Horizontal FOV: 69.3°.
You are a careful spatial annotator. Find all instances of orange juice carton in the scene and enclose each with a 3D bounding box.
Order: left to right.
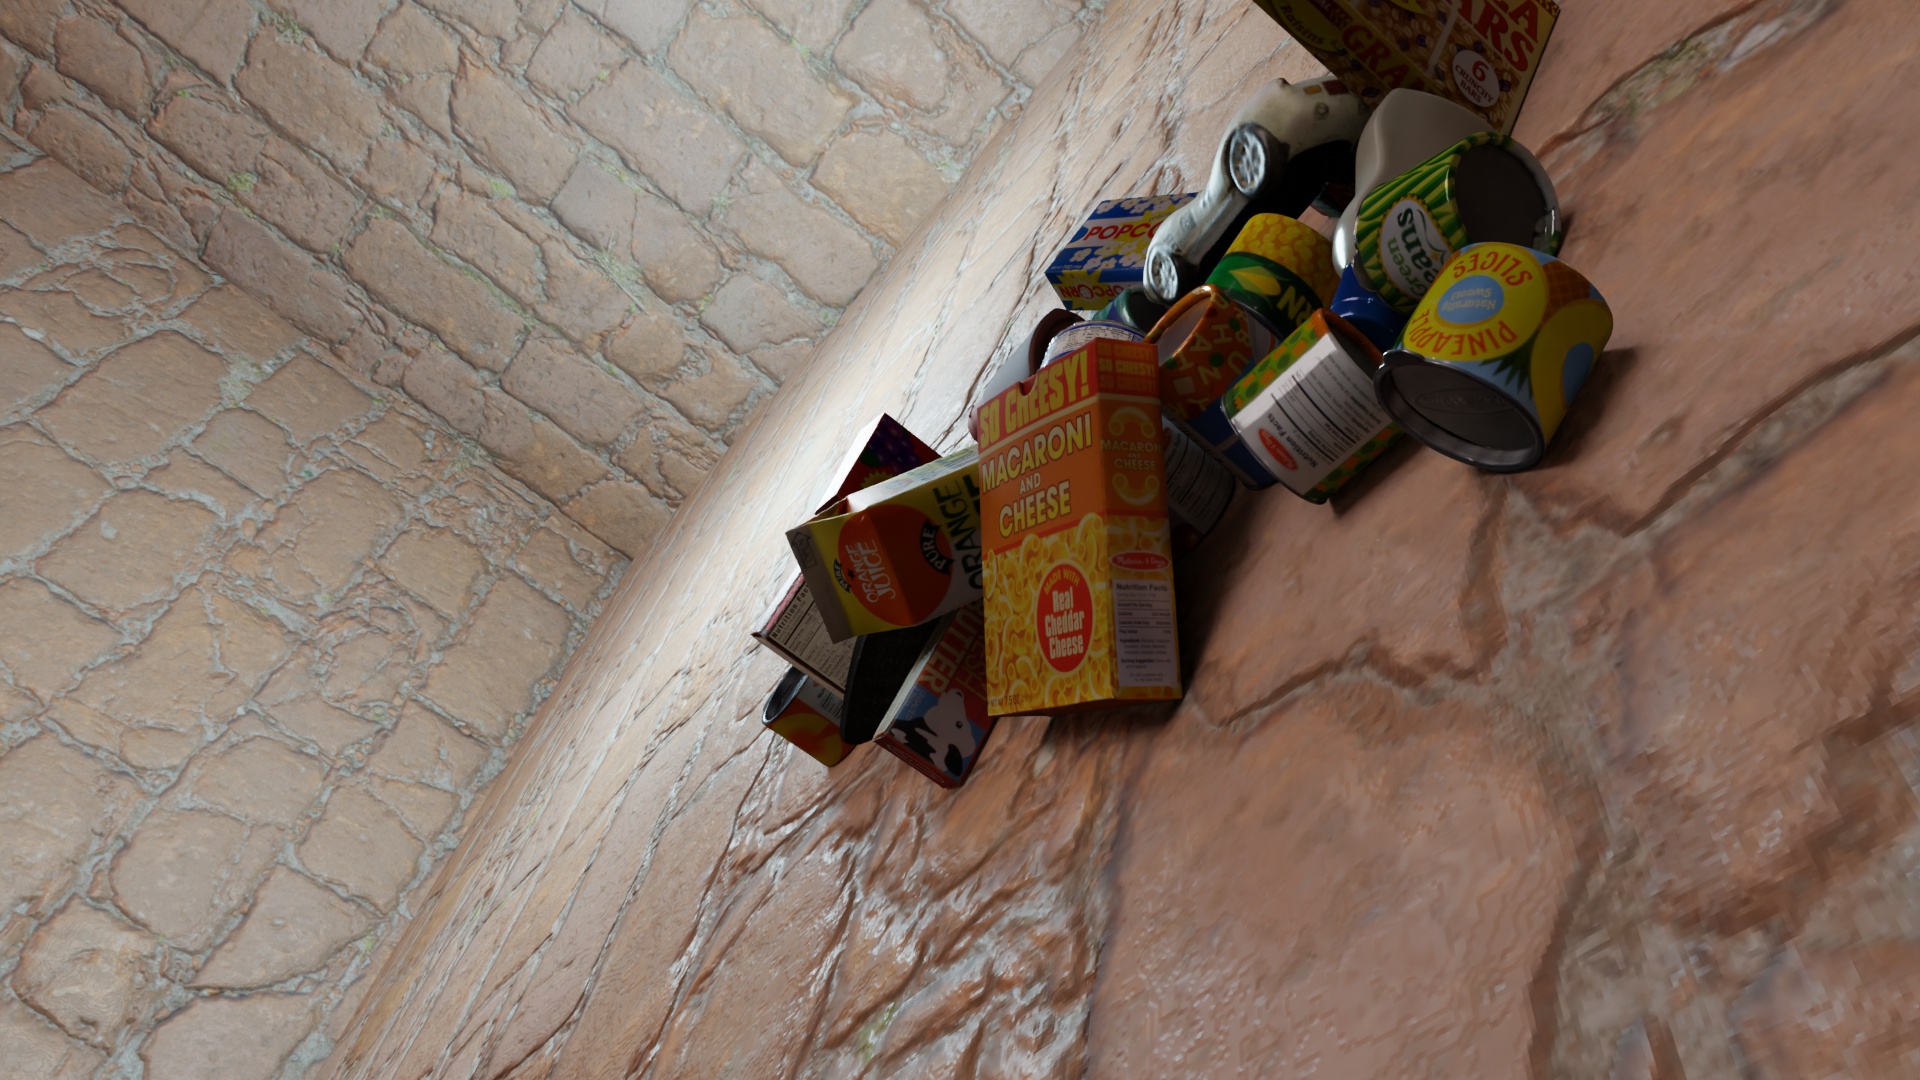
[{"bbox_3d":[0.003,-0.010,0.787,0.193,0.071,0.073,-23,11,-10],"label":"orange juice carton"}]

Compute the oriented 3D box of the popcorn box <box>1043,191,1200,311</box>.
[{"bbox_3d":[0.133,-0.201,0.966,0.126,0.038,0.085,9,53,46],"label":"popcorn box"}]

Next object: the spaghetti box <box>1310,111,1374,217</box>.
[{"bbox_3d":[0.293,-0.294,0.816,0.249,0.028,0.050,-51,15,8],"label":"spaghetti box"}]

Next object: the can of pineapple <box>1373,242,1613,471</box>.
[{"bbox_3d":[0.195,-0.068,0.511,0.058,0.071,0.071,-56,15,-13],"label":"can of pineapple"}]

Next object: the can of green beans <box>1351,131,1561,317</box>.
[{"bbox_3d":[0.217,-0.137,0.608,0.071,0.071,0.057,-59,16,-22],"label":"can of green beans"}]

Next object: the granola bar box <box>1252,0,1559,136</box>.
[{"bbox_3d":[0.229,-0.288,0.729,0.039,0.165,0.125,-30,27,59],"label":"granola bar box"}]

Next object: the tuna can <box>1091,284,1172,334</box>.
[{"bbox_3d":[0.119,-0.127,0.891,0.032,0.071,0.071,-40,19,38],"label":"tuna can"}]

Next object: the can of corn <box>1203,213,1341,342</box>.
[{"bbox_3d":[0.170,-0.133,0.750,0.058,0.071,0.071,-55,15,-9],"label":"can of corn"}]

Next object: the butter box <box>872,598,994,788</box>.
[{"bbox_3d":[-0.002,0.083,0.790,0.104,0.053,0.024,-59,13,-27],"label":"butter box"}]

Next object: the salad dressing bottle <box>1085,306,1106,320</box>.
[{"bbox_3d":[0.112,-0.144,0.989,0.064,0.044,0.148,-28,29,38],"label":"salad dressing bottle"}]

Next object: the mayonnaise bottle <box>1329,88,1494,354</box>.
[{"bbox_3d":[0.212,-0.151,0.672,0.041,0.065,0.149,109,-174,-64],"label":"mayonnaise bottle"}]

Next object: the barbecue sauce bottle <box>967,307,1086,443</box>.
[{"bbox_3d":[0.044,-0.106,0.980,0.065,0.043,0.148,-70,11,-22],"label":"barbecue sauce bottle"}]

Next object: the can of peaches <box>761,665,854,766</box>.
[{"bbox_3d":[-0.101,0.120,0.996,0.071,0.058,0.071,-49,15,18],"label":"can of peaches"}]

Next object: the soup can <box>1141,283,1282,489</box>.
[{"bbox_3d":[0.135,-0.078,0.687,0.071,0.083,0.071,-48,15,17],"label":"soup can"}]

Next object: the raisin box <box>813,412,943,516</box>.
[{"bbox_3d":[-0.031,-0.019,0.976,0.040,0.123,0.086,-34,24,51],"label":"raisin box"}]

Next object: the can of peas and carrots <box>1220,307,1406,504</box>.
[{"bbox_3d":[0.159,-0.060,0.609,0.058,0.071,0.071,-44,17,27],"label":"can of peas and carrots"}]

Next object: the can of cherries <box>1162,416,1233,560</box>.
[{"bbox_3d":[0.099,-0.029,0.733,0.071,0.058,0.072,-48,16,19],"label":"can of cherries"}]

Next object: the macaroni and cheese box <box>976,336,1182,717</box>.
[{"bbox_3d":[0.053,-0.001,0.678,0.123,0.040,0.166,-23,66,62],"label":"macaroni and cheese box"}]
